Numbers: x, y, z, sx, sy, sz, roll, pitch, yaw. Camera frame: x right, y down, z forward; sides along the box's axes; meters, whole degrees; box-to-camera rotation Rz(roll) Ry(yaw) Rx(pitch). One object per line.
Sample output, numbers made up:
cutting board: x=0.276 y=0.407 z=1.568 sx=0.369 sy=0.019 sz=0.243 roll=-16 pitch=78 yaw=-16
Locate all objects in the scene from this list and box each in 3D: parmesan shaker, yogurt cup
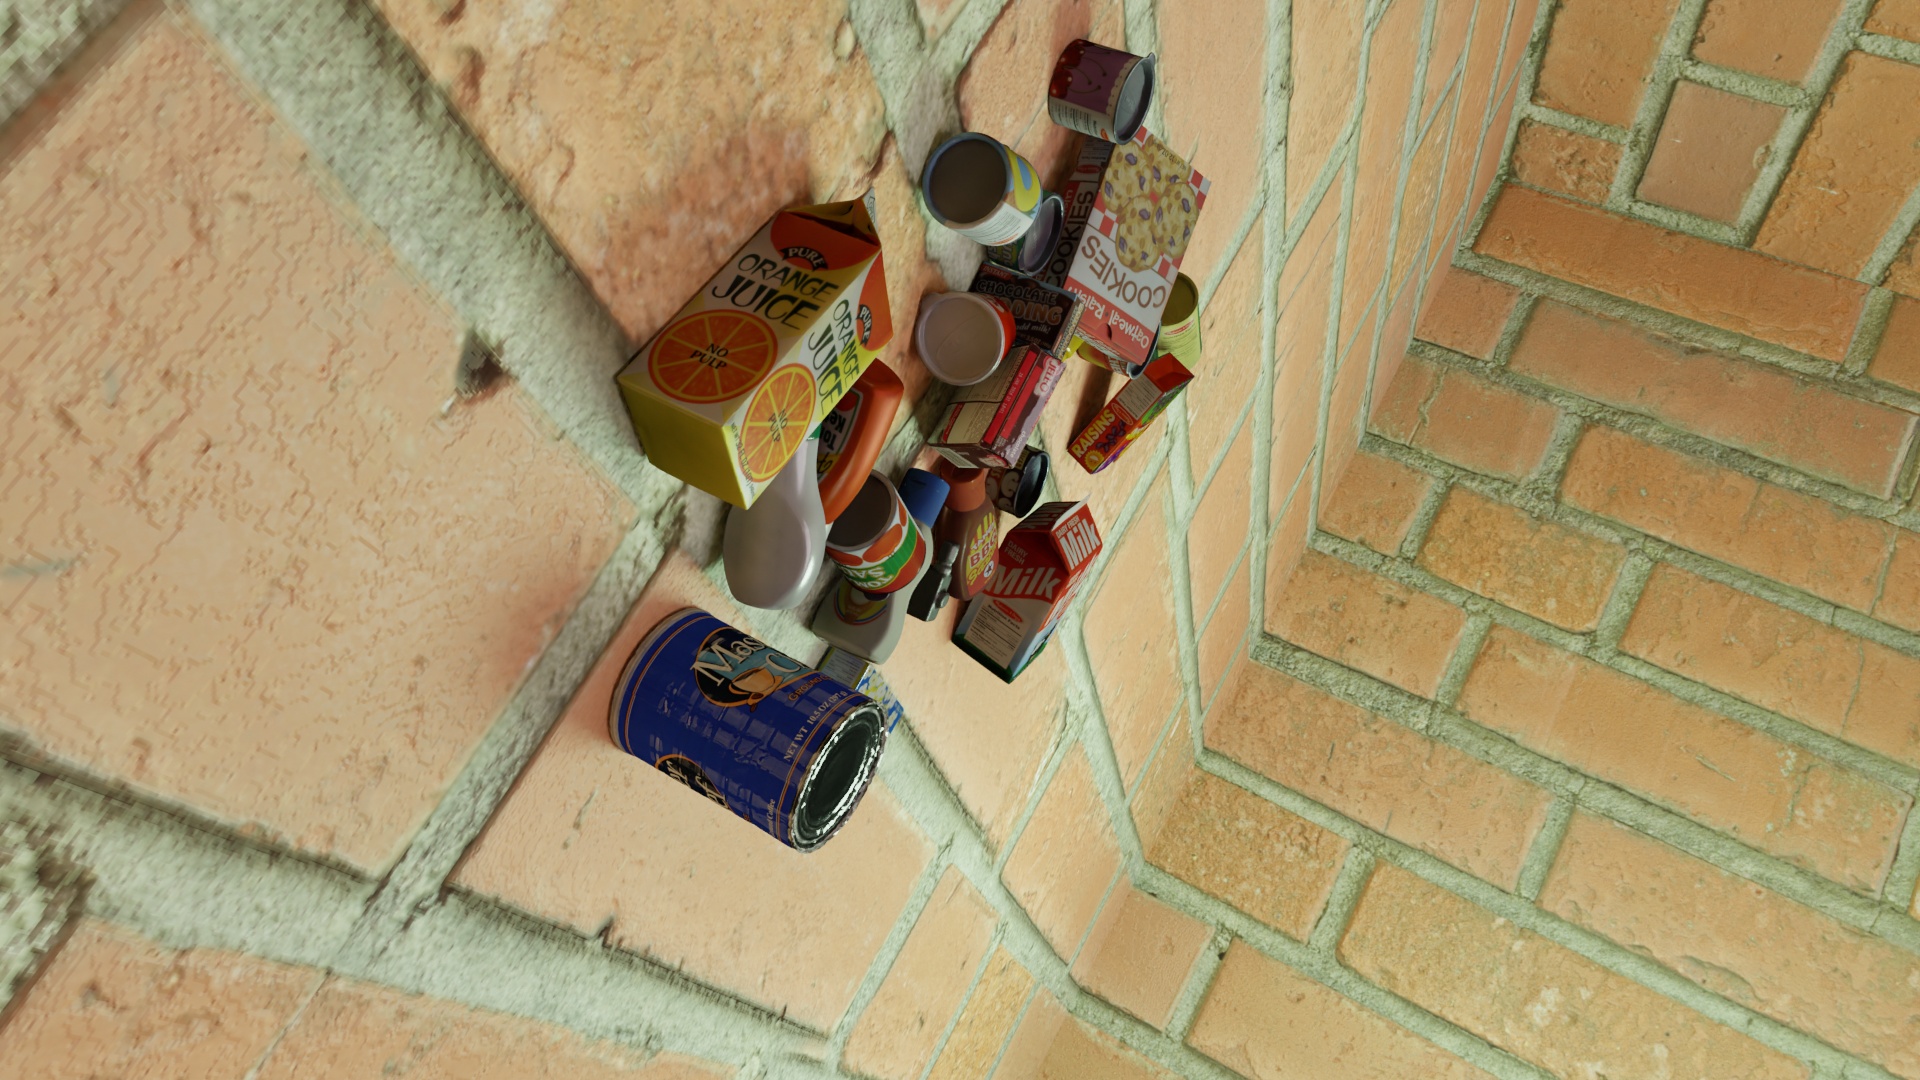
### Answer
parmesan shaker: x=0.211 y=-0.221 z=1.429 sx=0.071 sy=0.071 sz=0.102 roll=-60 pitch=159 yaw=-15
yogurt cup: x=0.007 y=-0.151 z=1.016 sx=0.054 sy=0.072 sz=0.072 roll=-38 pitch=147 yaw=-65

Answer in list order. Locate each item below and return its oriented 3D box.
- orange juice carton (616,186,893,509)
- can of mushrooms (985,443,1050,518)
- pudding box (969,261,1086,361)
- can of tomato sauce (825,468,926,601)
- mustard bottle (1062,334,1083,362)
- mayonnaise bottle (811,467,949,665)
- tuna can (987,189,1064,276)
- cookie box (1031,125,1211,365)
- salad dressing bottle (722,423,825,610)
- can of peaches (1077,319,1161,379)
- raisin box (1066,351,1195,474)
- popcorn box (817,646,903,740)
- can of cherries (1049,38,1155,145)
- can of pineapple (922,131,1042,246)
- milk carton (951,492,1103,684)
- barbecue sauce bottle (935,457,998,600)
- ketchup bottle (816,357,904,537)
orange juice carton: x=-0.099 y=-0.117 z=0.783 sx=0.193 sy=0.073 sz=0.071 roll=-54 pitch=156 yaw=-29
can of mushrooms: x=0.052 y=-0.058 z=1.265 sx=0.071 sy=0.033 sz=0.070 roll=-50 pitch=154 yaw=-34
pudding box: x=0.047 y=-0.174 z=1.055 sx=0.049 sy=0.084 sz=0.030 roll=-64 pitch=159 yaw=-3
can of tomato sauce: x=-0.067 y=-0.005 z=0.990 sx=0.071 sy=0.071 sz=0.083 roll=-60 pitch=158 yaw=-15
mustard bottle: x=0.089 y=-0.198 z=1.180 sx=0.160 sy=0.049 sz=0.065 roll=-61 pitch=150 yaw=-9
mayonnaise bottle: x=-0.055 y=0.017 z=1.054 sx=0.148 sy=0.065 sz=0.041 roll=-65 pitch=156 yaw=-13
tuna can: x=0.049 y=-0.237 z=1.063 sx=0.071 sy=0.033 sz=0.070 roll=-50 pitch=154 yaw=-35
cookie box: x=0.130 y=-0.244 z=1.134 sx=0.123 sy=0.040 sz=0.167 roll=23 pitch=86 yaw=-44
salad dressing bottle: x=-0.111 y=-0.032 z=0.868 sx=0.044 sy=0.064 sz=0.147 roll=-30 pitch=132 yaw=-69
can of peaches: x=0.149 y=-0.193 z=1.318 sx=0.071 sy=0.058 sz=0.071 roll=-50 pitch=155 yaw=-34
raisin box: x=0.173 y=-0.128 z=1.408 sx=0.123 sy=0.040 sz=0.086 roll=-49 pitch=171 yaw=32
popcorn box: x=-0.094 y=0.148 z=1.129 sx=0.085 sy=0.038 sz=0.126 roll=-59 pitch=158 yaw=-16
can of cherries: x=0.109 y=-0.343 z=1.056 sx=0.072 sy=0.058 sz=0.071 roll=-49 pitch=153 yaw=-36
can of pineapple: x=0.014 y=-0.238 z=0.936 sx=0.058 sy=0.071 sz=0.071 roll=-1 pitch=113 yaw=-67
milk carton: x=0.069 y=0.036 z=1.295 sx=0.073 sy=0.073 sz=0.189 roll=-38 pitch=159 yaw=-50
barbecue sauce bottle: x=0.004 y=-0.015 z=1.183 sx=0.065 sy=0.044 sz=0.147 roll=-52 pitch=155 yaw=-30
ketchup bottle: x=-0.087 y=-0.050 z=0.905 sx=0.044 sy=0.065 sz=0.148 roll=-7 pitch=129 yaw=-47
